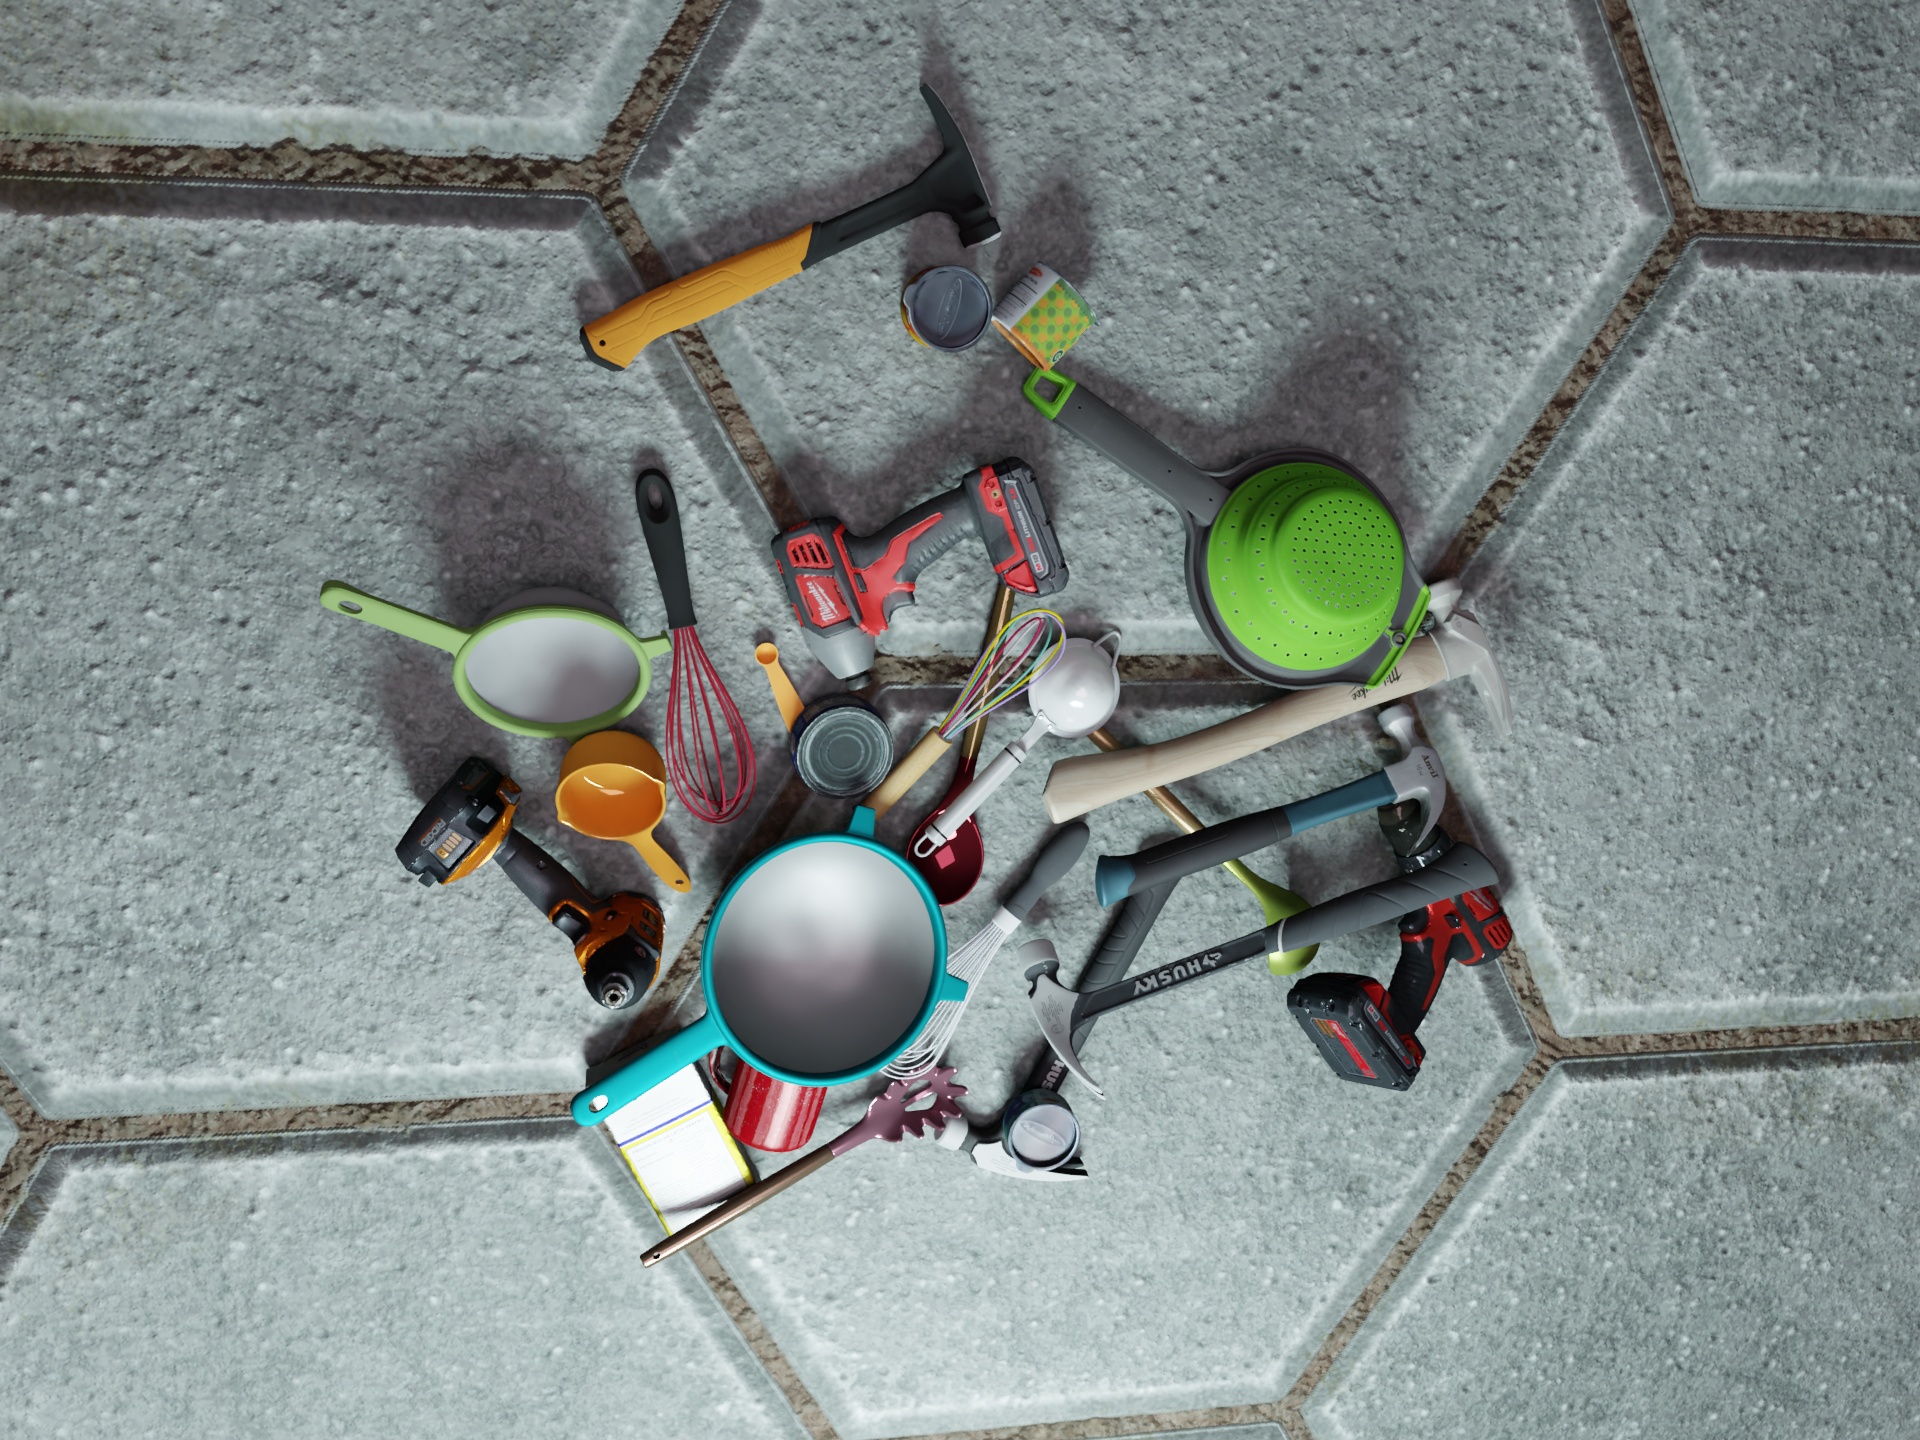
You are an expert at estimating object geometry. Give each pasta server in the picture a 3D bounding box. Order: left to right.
[{"bbox_3d":[-0.137,0.395,1.403,0.316,0.040,0.060,-27,90,-16],"label":"pasta server"}]

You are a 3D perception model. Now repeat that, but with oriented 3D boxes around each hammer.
[{"bbox_3d":[-0.142,-0.366,1.235,0.337,0.034,0.127,-26,108,-2],"label":"hammer"},{"bbox_3d":[0.115,0.270,1.447,0.146,0.035,0.334,26,99,-14],"label":"hammer"},{"bbox_3d":[0.258,0.194,1.355,0.409,0.149,0.036,-20,147,4],"label":"hammer"},{"bbox_3d":[0.268,0.090,1.376,0.331,0.033,0.128,-18,68,-10],"label":"hammer"},{"bbox_3d":[0.269,0.012,1.368,0.410,0.038,0.146,-20,81,-5],"label":"hammer"}]

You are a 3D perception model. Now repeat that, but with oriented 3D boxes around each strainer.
[{"bbox_3d":[-0.364,-0.073,1.231,0.256,0.069,0.151,21,131,-32],"label":"strainer"},{"bbox_3d":[-0.176,0.227,1.330,0.340,0.095,0.211,-31,101,-16],"label":"strainer"},{"bbox_3d":[0.054,0.023,1.349,0.258,0.050,0.086,-46,111,-2],"label":"strainer"}]

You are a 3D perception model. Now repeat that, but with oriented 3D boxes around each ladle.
[{"bbox_3d":[0.012,0.006,1.364,0.069,0.031,0.315,11,101,-11],"label":"ladle"},{"bbox_3d":[0.206,0.107,1.415,0.320,0.078,0.062,44,132,-9],"label":"ladle"}]

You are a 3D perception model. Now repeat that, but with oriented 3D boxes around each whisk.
[{"bbox_3d":[-0.222,-0.058,1.293,0.073,0.073,0.295,-12,100,-7],"label":"whisk"},{"bbox_3d":[-0.004,-0.006,1.331,0.245,0.051,0.047,-46,150,19],"label":"whisk"},{"bbox_3d":[0.020,0.201,1.405,0.070,0.070,0.284,40,91,-17],"label":"whisk"}]

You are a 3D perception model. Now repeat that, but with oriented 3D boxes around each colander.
[{"bbox_3d":[0.227,-0.175,1.293,0.397,0.094,0.204,33,81,-8],"label":"colander"}]

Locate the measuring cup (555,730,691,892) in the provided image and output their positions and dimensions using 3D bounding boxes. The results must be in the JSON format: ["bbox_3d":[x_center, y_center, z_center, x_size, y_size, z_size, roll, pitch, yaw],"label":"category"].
[{"bbox_3d":[-0.269,0.077,1.327,0.095,0.052,0.173,-19,133,10],"label":"measuring cup"}]

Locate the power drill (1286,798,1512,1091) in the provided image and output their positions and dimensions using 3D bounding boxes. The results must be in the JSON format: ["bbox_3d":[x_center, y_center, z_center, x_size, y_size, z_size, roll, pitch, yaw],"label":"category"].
[{"bbox_3d":[0.388,0.193,1.417,0.227,0.080,0.187,-46,111,-26],"label":"power drill"}]

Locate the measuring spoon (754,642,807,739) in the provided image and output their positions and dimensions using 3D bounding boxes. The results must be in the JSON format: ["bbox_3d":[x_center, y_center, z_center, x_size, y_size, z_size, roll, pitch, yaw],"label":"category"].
[{"bbox_3d":[-0.144,-0.014,1.342,0.021,0.011,0.116,-26,111,-7],"label":"measuring spoon"}]

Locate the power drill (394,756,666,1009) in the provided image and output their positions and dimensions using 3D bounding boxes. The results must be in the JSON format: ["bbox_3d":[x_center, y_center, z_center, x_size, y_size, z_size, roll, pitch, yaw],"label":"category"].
[{"bbox_3d":[-0.333,0.140,1.270,0.226,0.164,0.084,42,95,-15],"label":"power drill"}]

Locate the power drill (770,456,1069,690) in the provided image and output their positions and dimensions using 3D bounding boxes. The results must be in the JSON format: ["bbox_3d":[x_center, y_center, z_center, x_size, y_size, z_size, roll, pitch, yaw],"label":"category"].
[{"bbox_3d":[-0.030,-0.120,1.290,0.219,0.078,0.143,-20,98,1],"label":"power drill"}]
